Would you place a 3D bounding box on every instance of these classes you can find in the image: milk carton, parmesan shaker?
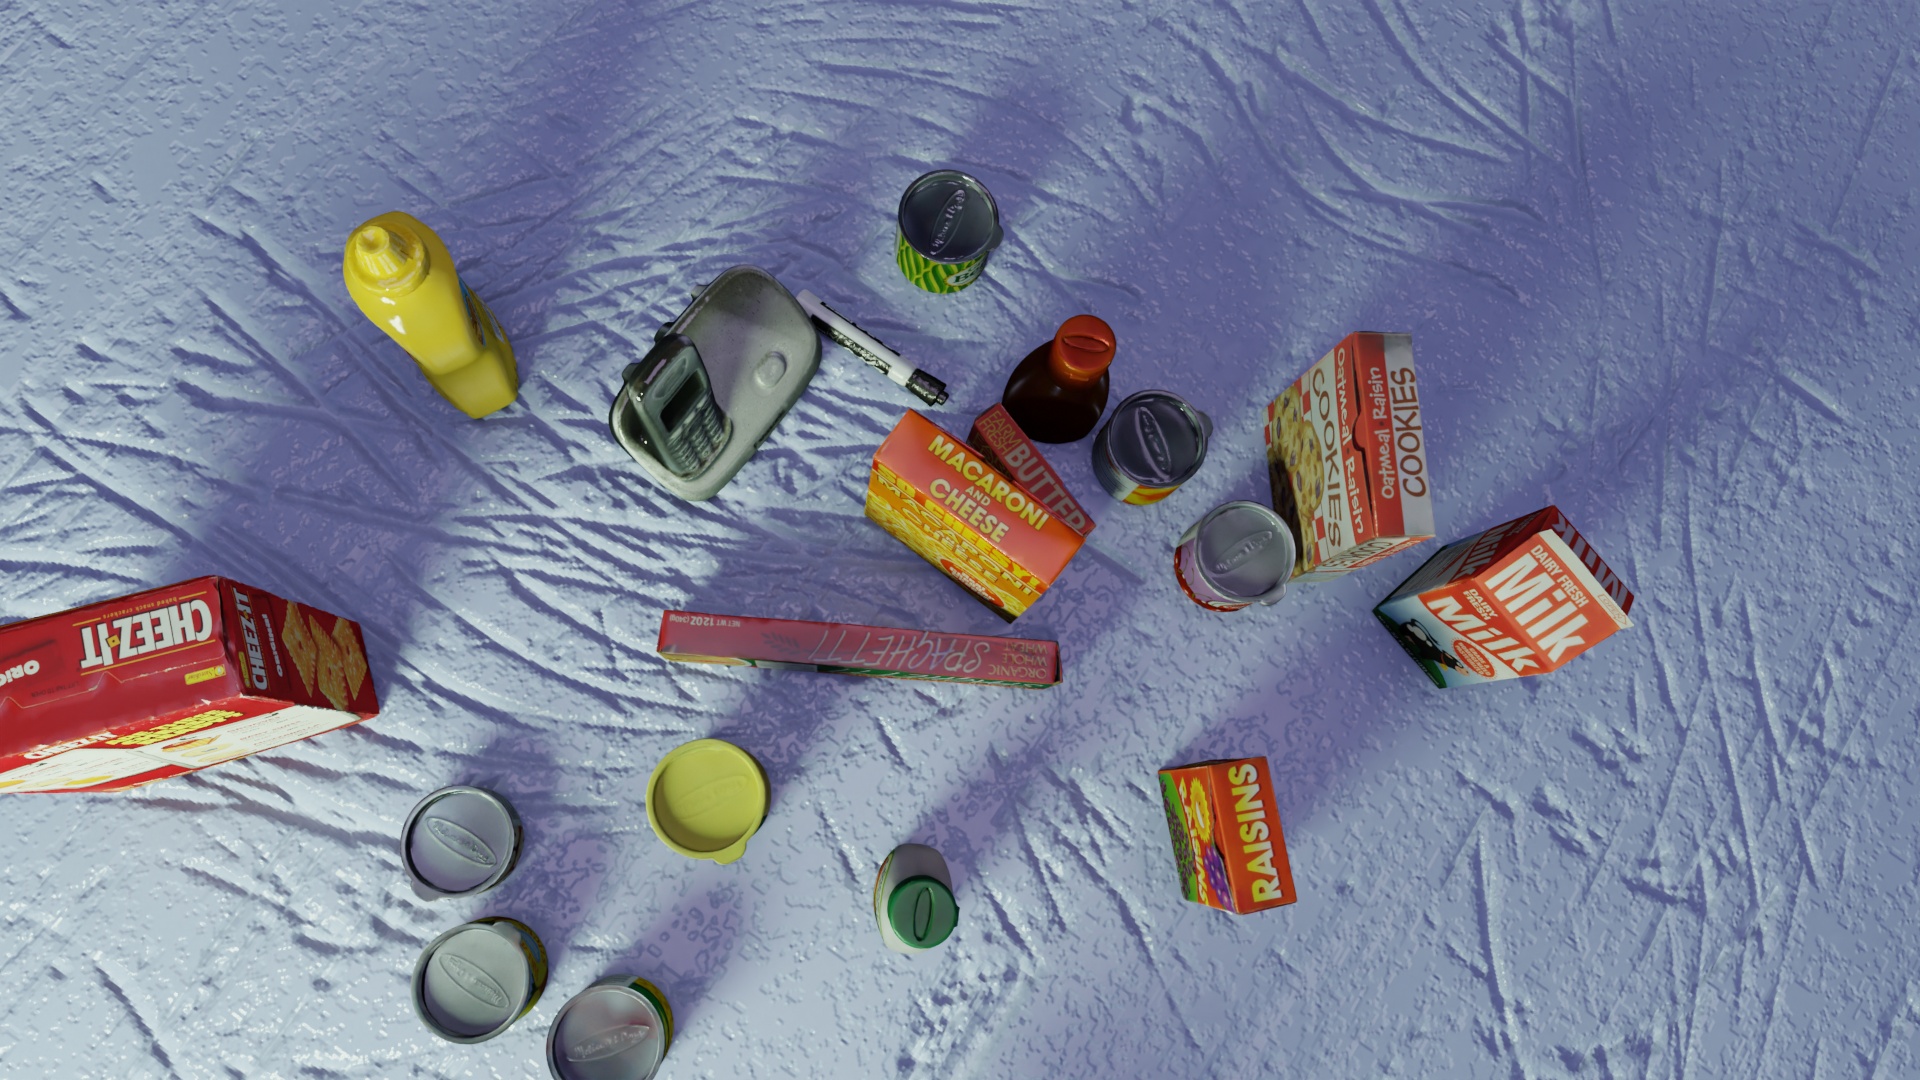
[{"bbox_3d":[0.336,0.036,0.852,0.073,0.190,0.072,-39,86,-11],"label":"milk carton"},{"bbox_3d":[-0.146,0.155,0.823,0.071,0.103,0.071,1,79,-6],"label":"parmesan shaker"}]

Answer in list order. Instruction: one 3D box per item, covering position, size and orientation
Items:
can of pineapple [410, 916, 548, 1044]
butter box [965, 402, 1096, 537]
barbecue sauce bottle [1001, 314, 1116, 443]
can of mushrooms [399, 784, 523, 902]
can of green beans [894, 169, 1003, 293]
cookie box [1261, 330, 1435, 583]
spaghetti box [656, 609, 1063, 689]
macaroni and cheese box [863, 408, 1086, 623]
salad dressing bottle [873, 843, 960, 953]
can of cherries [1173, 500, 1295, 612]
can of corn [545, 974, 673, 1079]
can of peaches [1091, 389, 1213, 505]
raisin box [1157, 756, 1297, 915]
[{"bbox_3d":[-0.278,0.255,0.813,0.071,0.057,0.071,1,79,-6],"label":"can of pineapple"},{"bbox_3d":[0.045,-0.038,0.907,0.024,0.053,0.103,-37,85,-11],"label":"butter box"},{"bbox_3d":[0.065,-0.100,0.872,0.065,0.148,0.044,11,79,-4],"label":"barbecue sauce bottle"},{"bbox_3d":[-0.301,0.183,0.837,0.071,0.033,0.071,1,79,-6],"label":"can of mushrooms"},{"bbox_3d":[-0.011,-0.206,0.932,0.071,0.057,0.071,1,79,-6],"label":"can of green beans"},{"bbox_3d":[0.238,-0.046,0.870,0.040,0.167,0.123,-3,80,-6],"label":"cookie box"},{"bbox_3d":[-0.062,0.070,0.876,0.250,0.050,0.029,5,79,-5],"label":"spaghetti box"},{"bbox_3d":[0.003,-0.011,0.839,0.124,0.166,0.040,37,78,2],"label":"macaroni and cheese box"},{"bbox_3d":[-0.026,0.209,0.802,0.044,0.147,0.064,9,79,-4],"label":"salad dressing bottle"},{"bbox_3d":[0.179,0.014,0.908,0.071,0.058,0.071,1,79,-6],"label":"can of cherries"},{"bbox_3d":[-0.203,0.293,0.813,0.071,0.058,0.071,1,79,-6],"label":"can of corn"},{"bbox_3d":[0.126,-0.061,0.917,0.071,0.058,0.071,1,79,-6],"label":"can of peaches"},{"bbox_3d":[0.158,0.176,0.841,0.040,0.123,0.086,-8,80,-7],"label":"raisin box"}]
